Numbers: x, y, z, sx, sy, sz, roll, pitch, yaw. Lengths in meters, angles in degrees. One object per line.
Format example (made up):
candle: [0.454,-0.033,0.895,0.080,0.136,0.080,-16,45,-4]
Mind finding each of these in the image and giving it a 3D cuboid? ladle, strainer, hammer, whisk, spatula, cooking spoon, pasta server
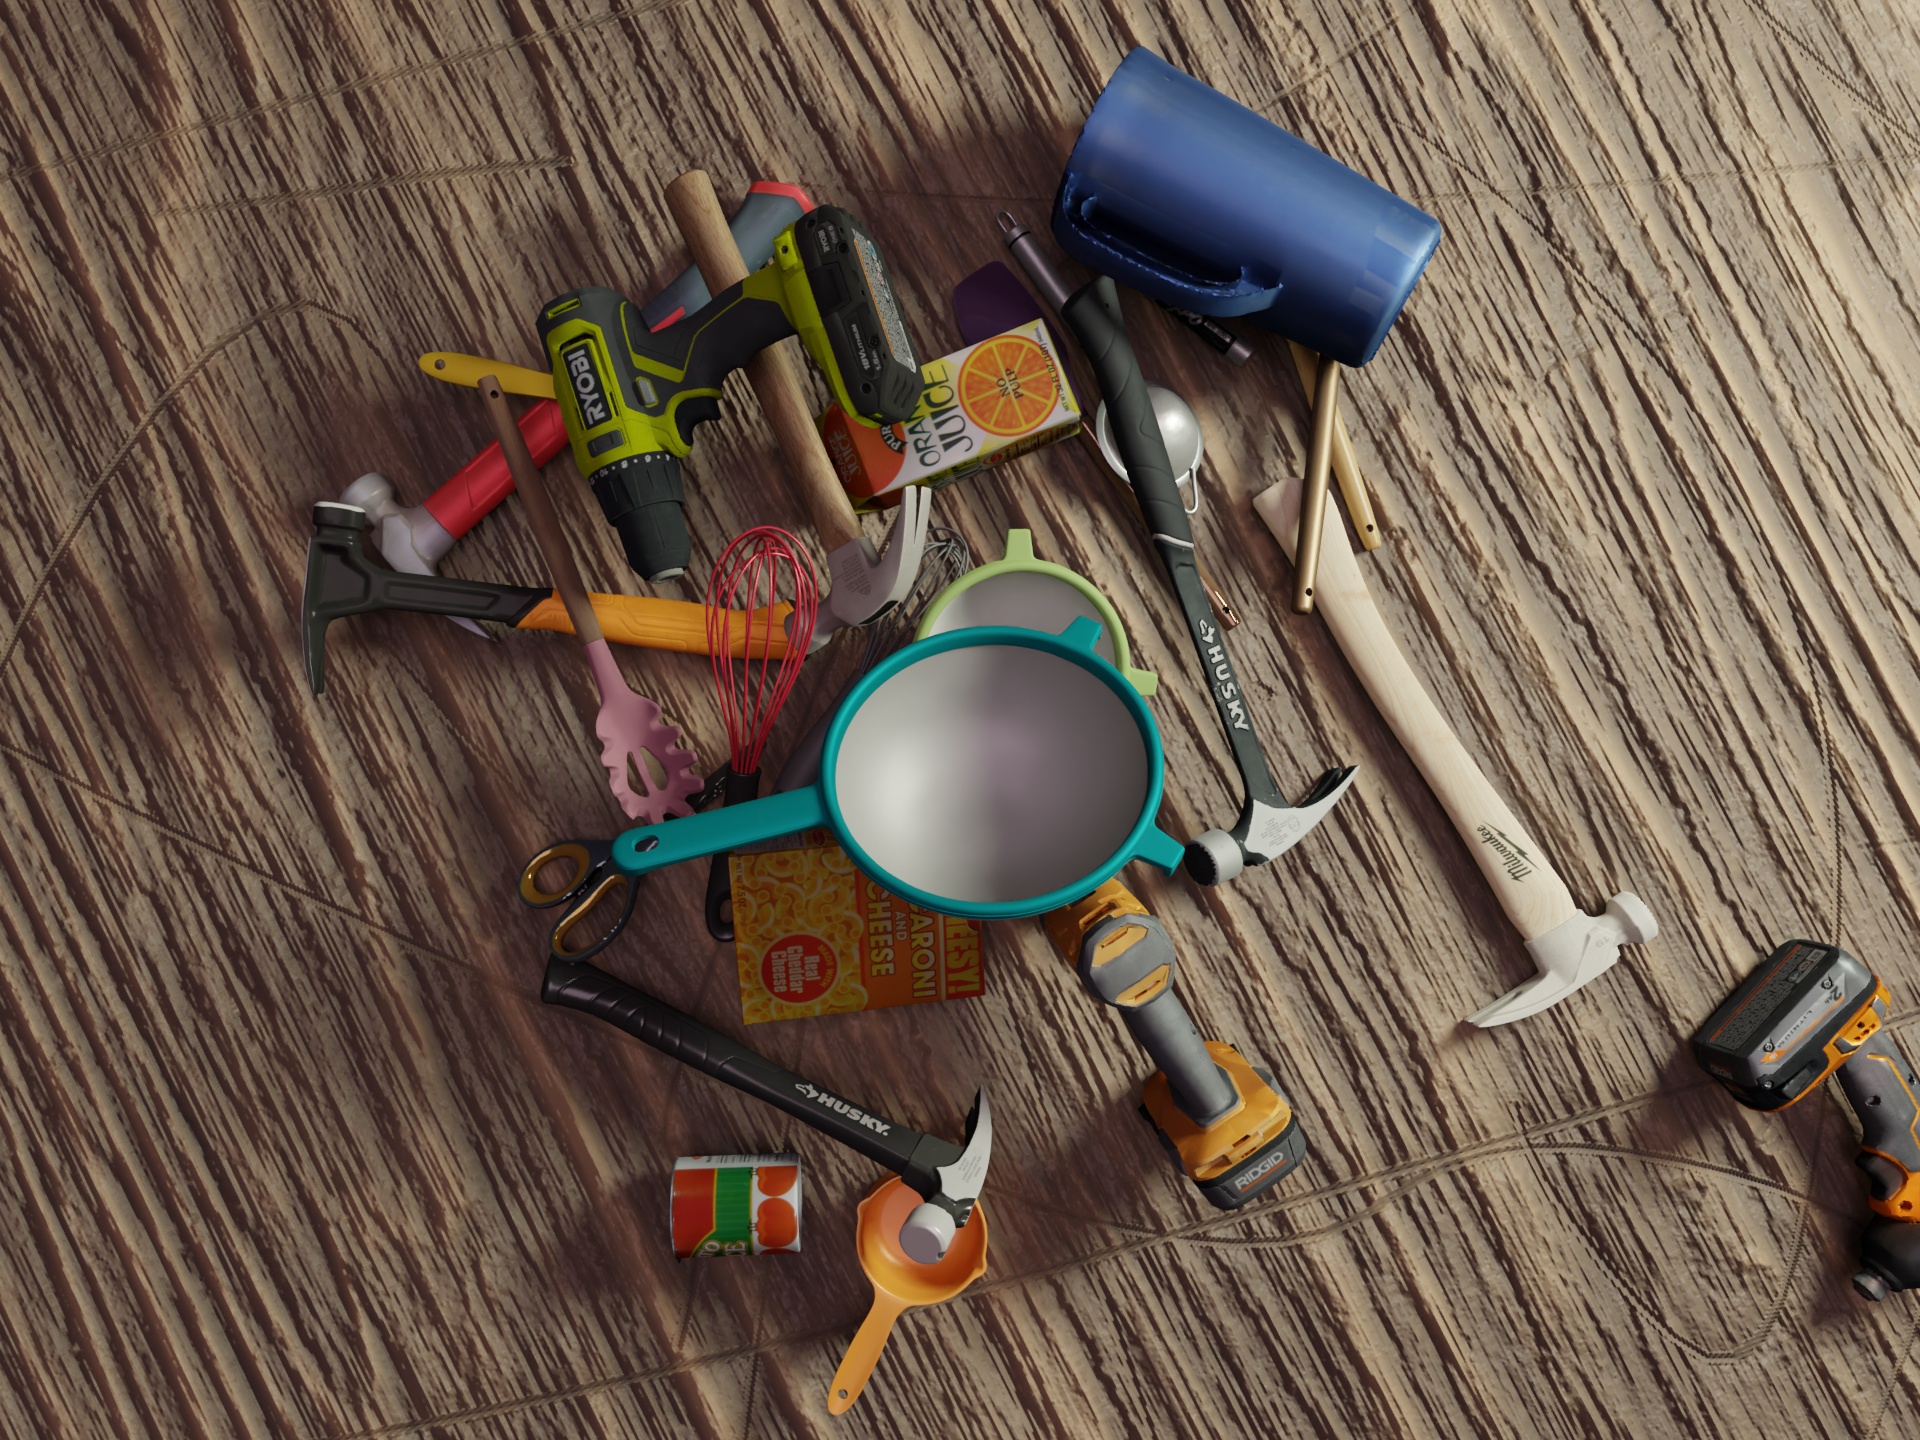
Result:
ladle: [0.243,-0.271,1.143,0.069,0.031,0.315,-20,89,-2]
strainer: [-0.042,0.064,0.998,0.340,0.095,0.211,-13,56,-5]
hammer: [-0.267,-0.065,1.078,0.336,0.034,0.127,5,91,-12]
strainer: [-0.002,-0.004,1.098,0.256,0.069,0.151,-42,103,5]
strainer: [0.100,-0.260,1.127,0.087,0.050,0.258,-32,83,-26]
hammer: [0.155,-0.103,1.076,0.149,0.036,0.409,-21,94,-29]
whisk: [-0.143,0.014,1.059,0.073,0.073,0.295,8,108,-2]
hammer: [0.320,0.014,1.123,0.146,0.038,0.410,-32,88,-2]
spatula: [0.099,-0.192,1.135,0.060,0.018,0.316,-37,87,-5]
cooking spoon: [0.257,-0.227,1.118,0.068,0.017,0.319,13,78,-20]
whisk: [-0.067,-0.030,1.106,0.055,0.055,0.239,33,90,0]
hammer: [-0.241,-0.228,1.114,0.386,0.038,0.143,-43,90,-4]
hammer: [-0.134,0.234,1.063,0.335,0.146,0.035,25,116,10]
pasta server: [-0.250,-0.078,1.045,0.060,0.040,0.316,-23,95,-22]
hammer: [-0.120,-0.220,1.067,0.130,0.031,0.331,-27,83,28]

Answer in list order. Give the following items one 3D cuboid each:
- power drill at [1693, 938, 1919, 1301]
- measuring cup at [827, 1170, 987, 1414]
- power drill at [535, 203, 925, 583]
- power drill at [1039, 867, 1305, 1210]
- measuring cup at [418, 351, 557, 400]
power drill: [0.622,0.281,1.097,0.226,0.084,0.164,45,86,-3]
measuring cup: [-0.046,0.382,1.077,0.095,0.052,0.173,27,88,-1]
power drill: [-0.145,-0.207,1.009,0.228,0.080,0.190,-19,86,16]
power drill: [0.123,0.191,1.055,0.084,0.185,0.226,-34,107,-4]
measuring cup: [-0.289,-0.231,1.075,0.156,0.029,0.062,9,88,-6]
